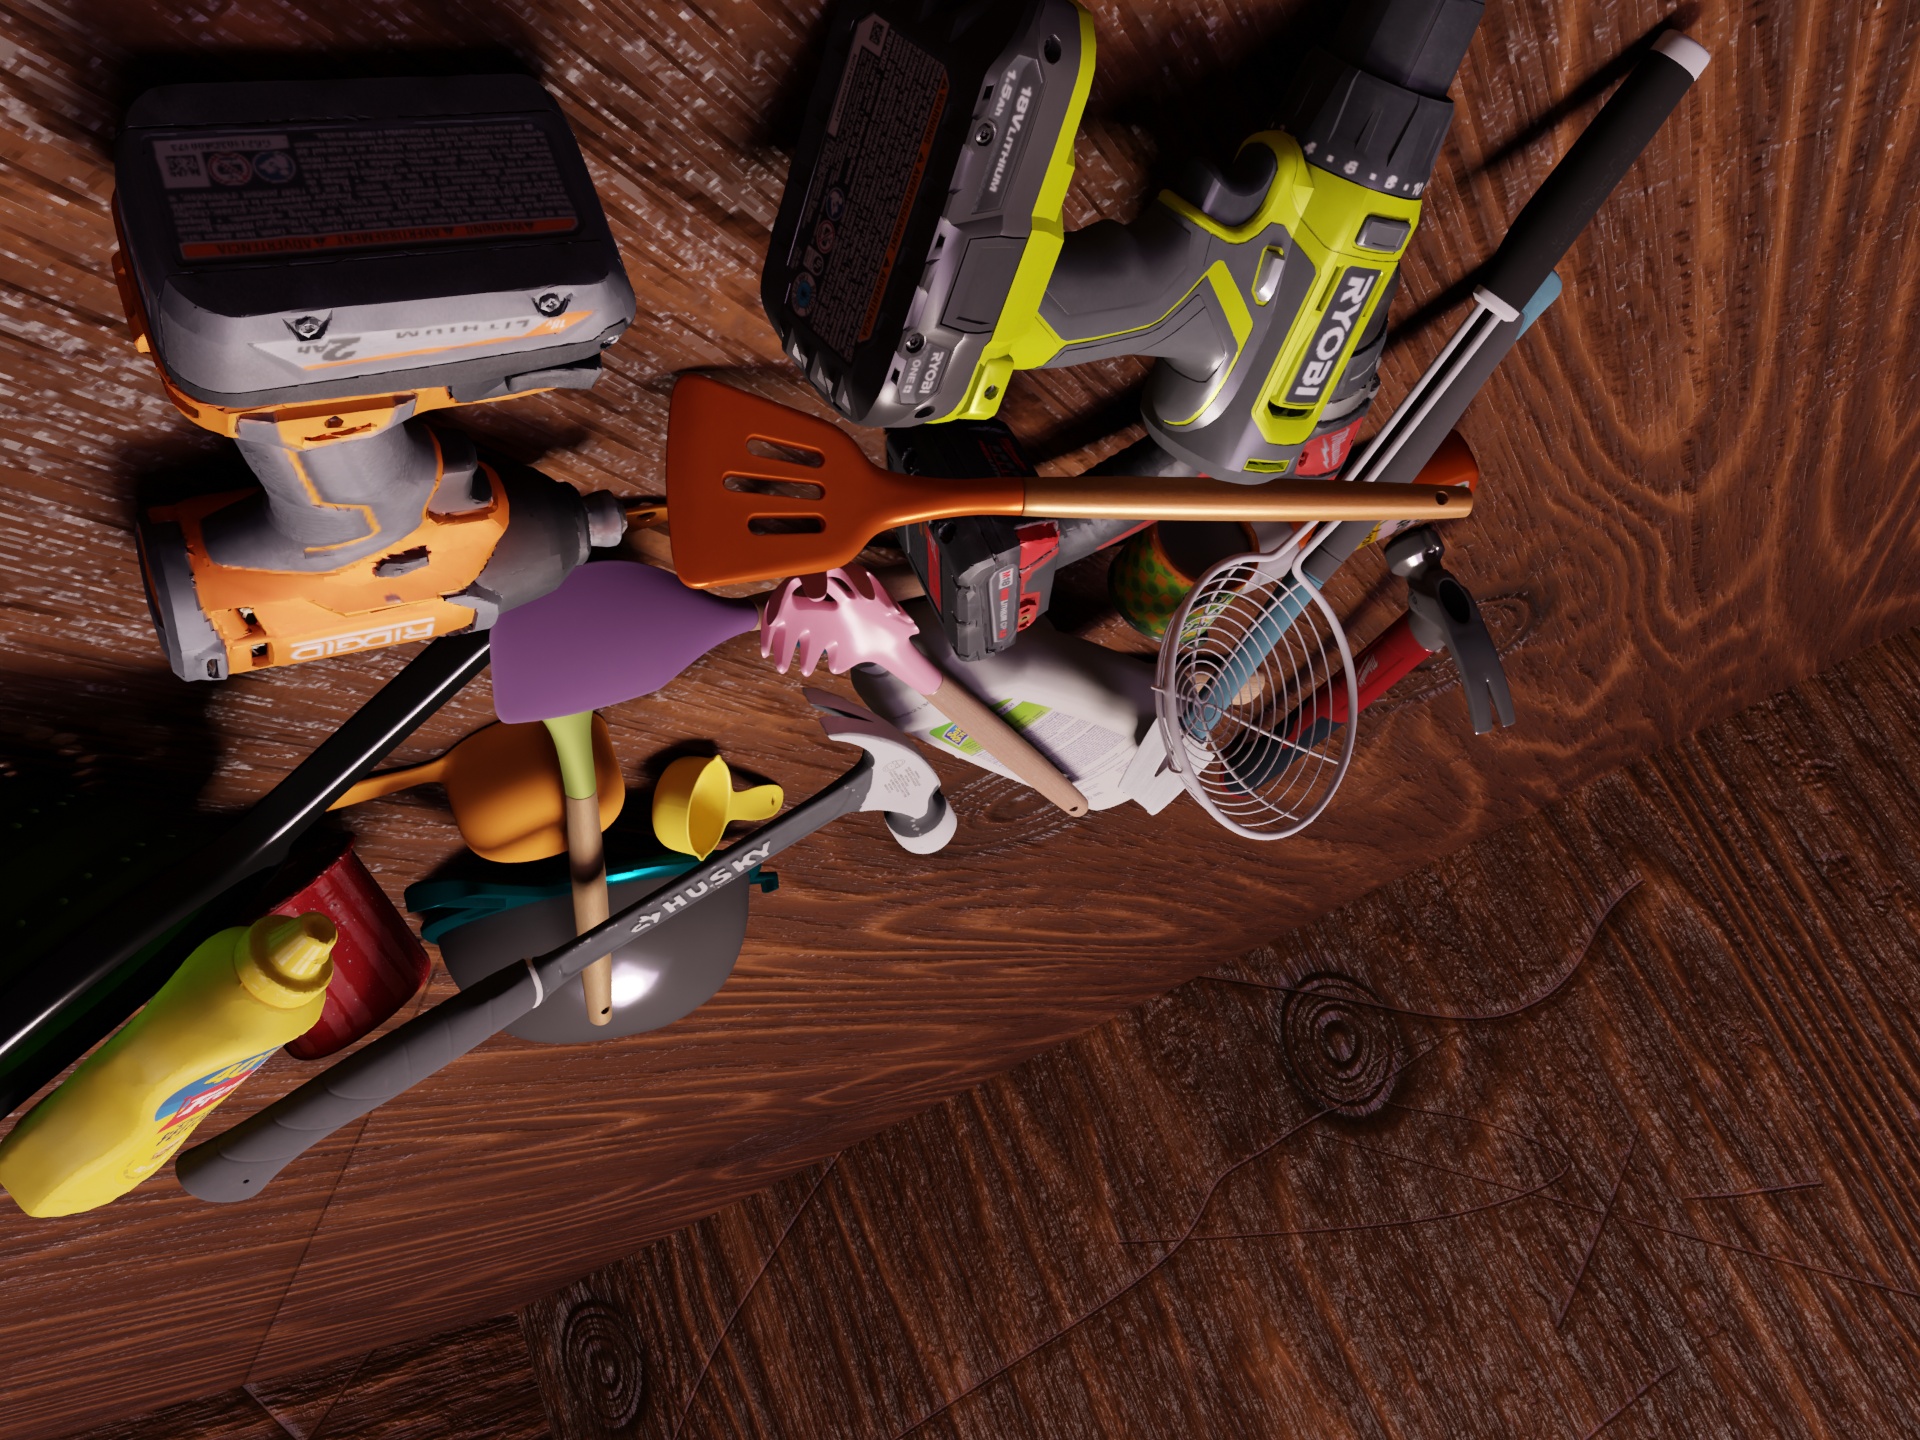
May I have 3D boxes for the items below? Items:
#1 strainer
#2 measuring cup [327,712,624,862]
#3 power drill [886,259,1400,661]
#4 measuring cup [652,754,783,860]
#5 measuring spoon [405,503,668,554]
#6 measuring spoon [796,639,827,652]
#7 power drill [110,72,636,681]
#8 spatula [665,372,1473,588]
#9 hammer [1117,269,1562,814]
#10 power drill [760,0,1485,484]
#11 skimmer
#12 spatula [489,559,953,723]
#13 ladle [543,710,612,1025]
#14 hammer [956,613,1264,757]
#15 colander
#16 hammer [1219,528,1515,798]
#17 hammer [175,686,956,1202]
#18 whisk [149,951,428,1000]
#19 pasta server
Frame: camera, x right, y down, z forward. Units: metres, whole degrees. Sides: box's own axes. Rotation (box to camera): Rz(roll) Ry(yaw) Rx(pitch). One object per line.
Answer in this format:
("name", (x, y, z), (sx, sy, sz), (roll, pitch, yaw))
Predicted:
("strainer", (-0.229, 0.141, 0.928), (0.211, 0.095, 0.340), (-14, 171, 6))
("measuring cup", (-0.253, 0.046, 0.798), (0.173, 0.052, 0.095), (-15, 159, -29))
("power drill", (0.086, -0.127, 0.704), (0.226, 0.080, 0.187), (-24, 161, -9))
("measuring cup", (-0.145, 0.049, 0.965), (0.029, 0.062, 0.156), (9, -179, 13))
("measuring spoon", (-0.167, -0.078, 0.640), (0.117, 0.011, 0.021), (-16, 167, -32))
("measuring spoon", (-0.099, -0.043, 0.786), (0.128, 0.021, 0.042), (-7, 155, -44))
("power drill", (-0.169, -0.091, 0.494), (0.164, 0.084, 0.226), (-14, 163, -28))
("spatula", (0.049, -0.089, 0.622), (0.322, 0.081, 0.041), (-1, 175, -8))
("hammer", (0.184, -0.086, 0.802), (0.331, 0.033, 0.128), (-55, 173, 15))
("power drill", (0.065, -0.172, 0.514), (0.228, 0.080, 0.190), (-7, 132, -39))
("skimmer", (0.205, -0.114, 0.674), (0.127, 0.090, 0.363), (21, 114, -35))
("spatula", (-0.077, -0.054, 0.713), (0.018, 0.059, 0.316), (12, -162, 36))
("ladle", (-0.176, 0.059, 0.772), (0.078, 0.062, 0.320), (-27, 144, -32))
("hammer", (0.103, -0.023, 1.066), (0.331, 0.031, 0.130), (-1, 151, -49))
("colander", (-0.323, 0.035, 0.635), (0.397, 0.094, 0.204), (-41, -174, 4))
("hammer", (0.290, 0.003, 1.219), (0.038, 0.143, 0.386), (-14, 163, -18))
("hammer", (-0.195, 0.117, 0.777), (0.409, 0.036, 0.149), (-31, 149, -3))
("whisk", (-0.380, 0.140, 0.915), (0.055, 0.055, 0.238), (-28, 165, 11))
("pasta server", (-0.001, -0.003, 0.786), (0.060, 0.040, 0.316), (-26, 148, 17))
